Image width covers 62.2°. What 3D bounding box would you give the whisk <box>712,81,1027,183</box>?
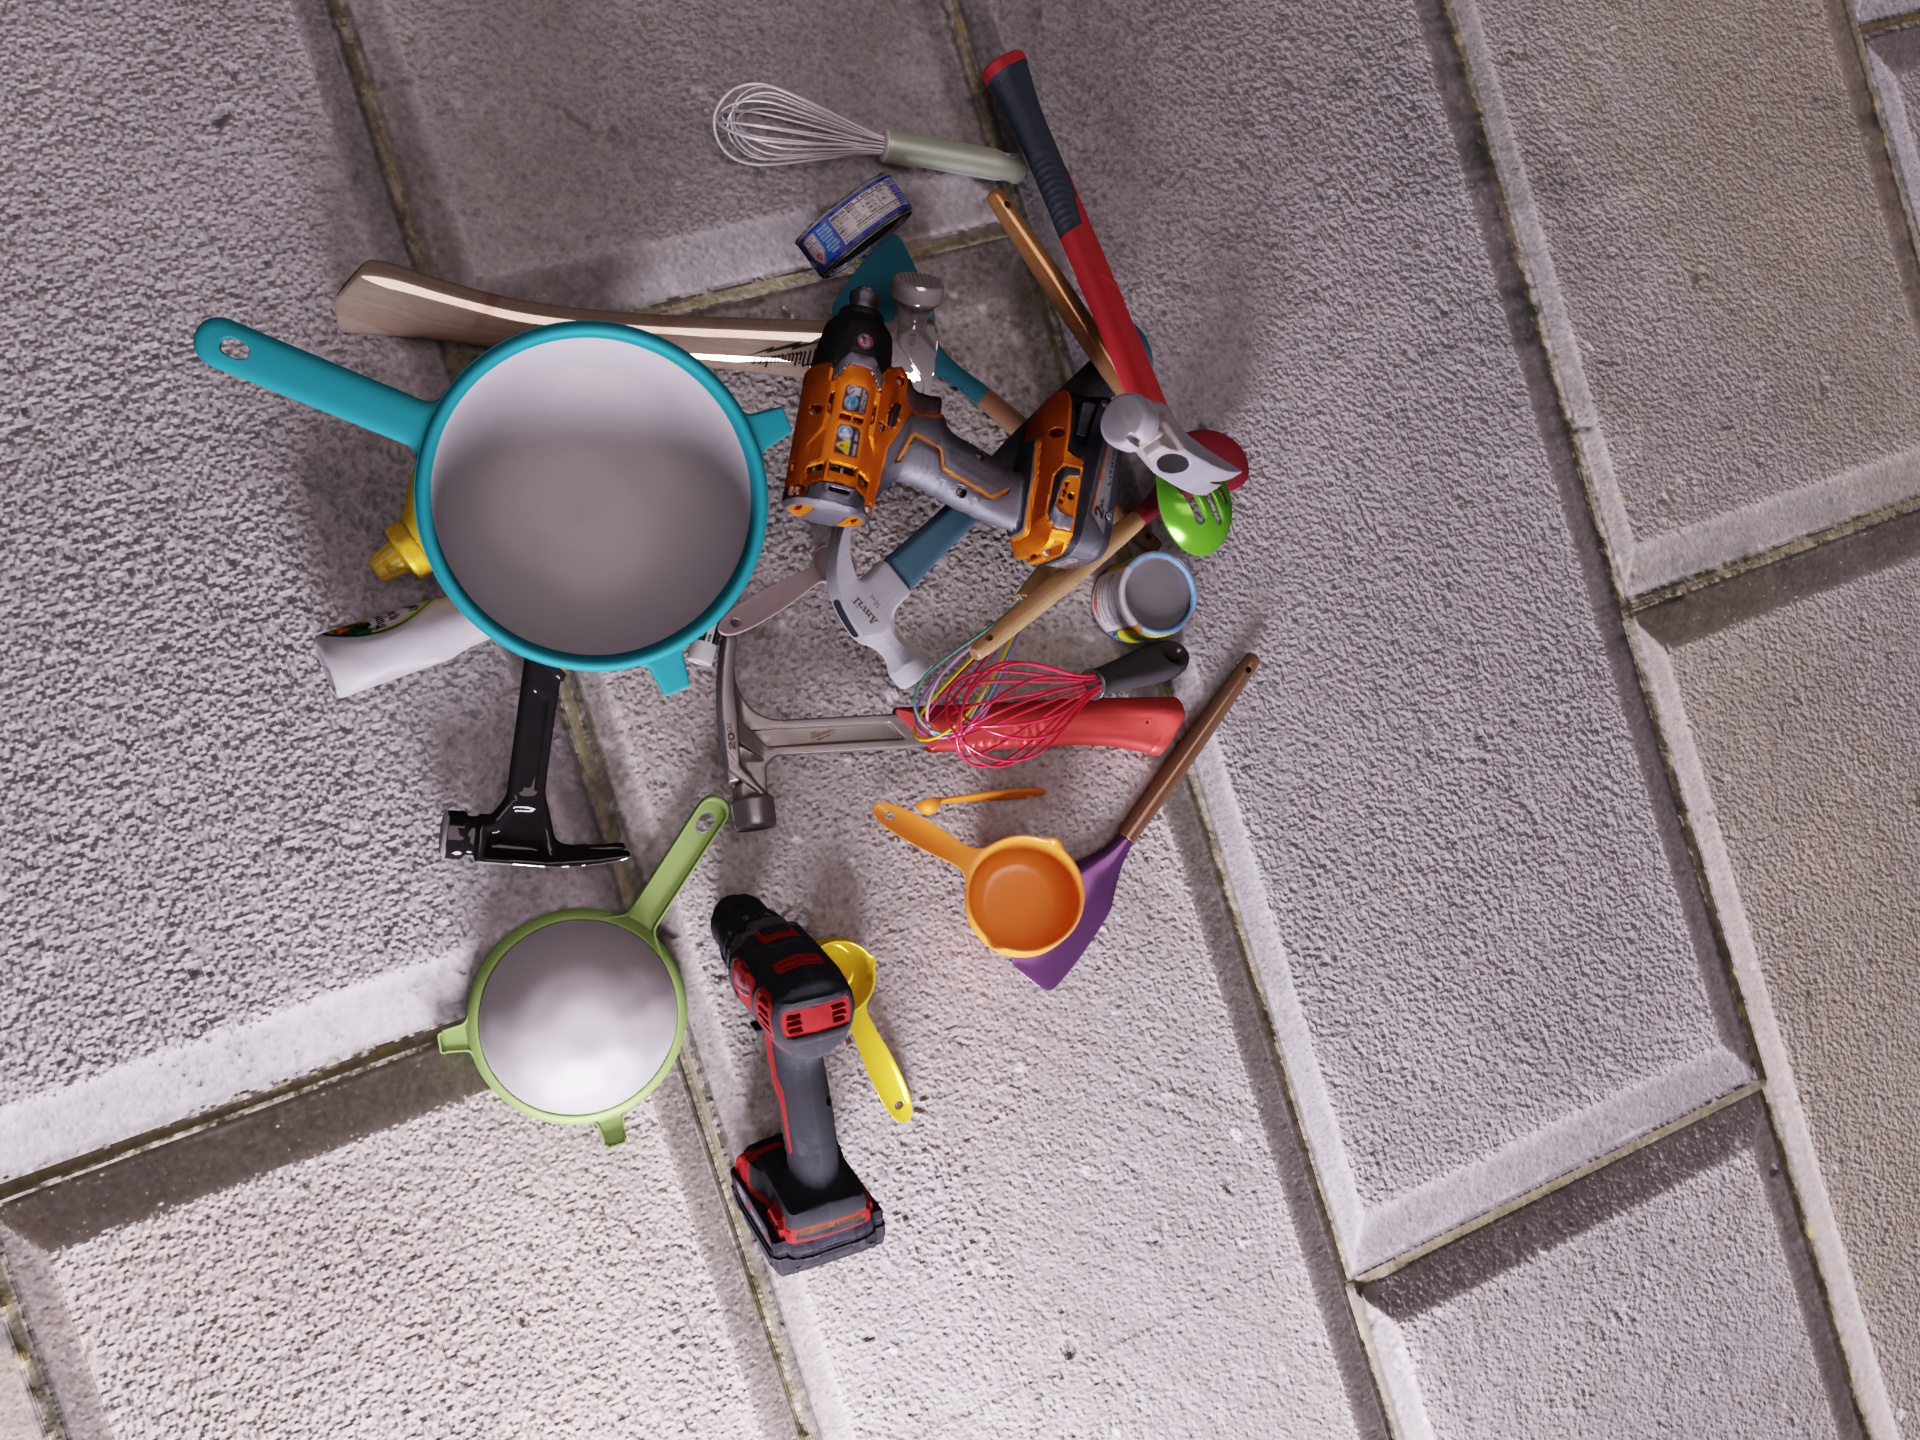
[{"bbox_3d":[-0.065,-0.433,1.196,0.246,0.058,0.059,3,121,-20],"label":"whisk"}]

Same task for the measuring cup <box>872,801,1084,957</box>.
[{"bbox_3d":[0.010,0.112,1.191,0.173,0.052,0.095,30,74,7],"label":"measuring cup"}]

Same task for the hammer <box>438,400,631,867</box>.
[{"bbox_3d":[-0.269,-0.065,1.073,0.127,0.034,0.337,6,99,-21],"label":"hammer"}]

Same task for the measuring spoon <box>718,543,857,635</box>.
[{"bbox_3d":[-0.127,-0.091,1.157,0.124,0.018,0.034,-34,79,-29],"label":"measuring spoon"}]

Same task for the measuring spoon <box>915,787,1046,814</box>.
[{"bbox_3d":[0.018,0.061,1.192,0.117,0.021,0.011,-3,72,-33],"label":"measuring spoon"}]

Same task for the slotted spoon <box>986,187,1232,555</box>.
[{"bbox_3d":[0.112,-0.260,1.185,0.070,0.031,0.313,-39,98,-28],"label":"slotted spoon"}]

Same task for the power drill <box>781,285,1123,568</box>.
[{"bbox_3d":[-0.003,-0.201,1.108,0.226,0.084,0.164,11,83,-19],"label":"power drill"}]

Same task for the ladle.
[{"bbox_3d":[0.115,-0.138,1.200,0.069,0.031,0.315,38,60,20],"label":"ladle"}]

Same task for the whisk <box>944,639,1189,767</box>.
[{"bbox_3d":[0.085,-0.022,1.153,0.296,0.073,0.073,-18,93,-49],"label":"whisk"}]

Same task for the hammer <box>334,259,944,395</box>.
[{"bbox_3d":[-0.222,-0.261,1.124,0.410,0.038,0.146,3,121,-11],"label":"hammer"}]

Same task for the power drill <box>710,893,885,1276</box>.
[{"bbox_3d":[-0.122,0.238,1.093,0.080,0.188,0.226,-11,109,-22],"label":"power drill"}]

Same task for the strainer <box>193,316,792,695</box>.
[{"bbox_3d":[-0.289,-0.162,0.978,0.340,0.095,0.211,22,91,-20],"label":"strainer"}]

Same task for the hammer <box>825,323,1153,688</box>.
[{"bbox_3d":[0.030,-0.180,1.181,0.331,0.033,0.128,-45,105,-17],"label":"hammer"}]

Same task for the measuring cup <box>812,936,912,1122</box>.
[{"bbox_3d":[-0.074,0.228,1.171,0.062,0.029,0.156,-28,107,-17],"label":"measuring cup"}]

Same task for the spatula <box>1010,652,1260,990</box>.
[{"bbox_3d":[0.142,0.071,1.245,0.059,0.018,0.316,40,78,-11],"label":"spatula"}]

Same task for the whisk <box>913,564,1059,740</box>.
[{"bbox_3d":[0.034,-0.072,1.183,0.051,0.047,0.245,38,59,-3],"label":"whisk"}]

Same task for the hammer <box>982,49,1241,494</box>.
[{"bbox_3d":[0.099,-0.339,1.170,0.143,0.038,0.387,16,49,-51],"label":"hammer"}]

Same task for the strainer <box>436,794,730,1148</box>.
[{"bbox_3d":[-0.231,0.162,1.097,0.151,0.069,0.256,35,79,-13],"label":"strainer"}]

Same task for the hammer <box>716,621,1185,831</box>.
[{"bbox_3d":[-0.002,-0.004,1.191,0.359,0.036,0.149,-3,81,-19],"label":"hammer"}]

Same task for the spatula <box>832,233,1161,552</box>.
[{"bbox_3d":[0.039,-0.233,1.215,0.317,0.044,0.082,39,75,-13],"label":"spatula"}]
